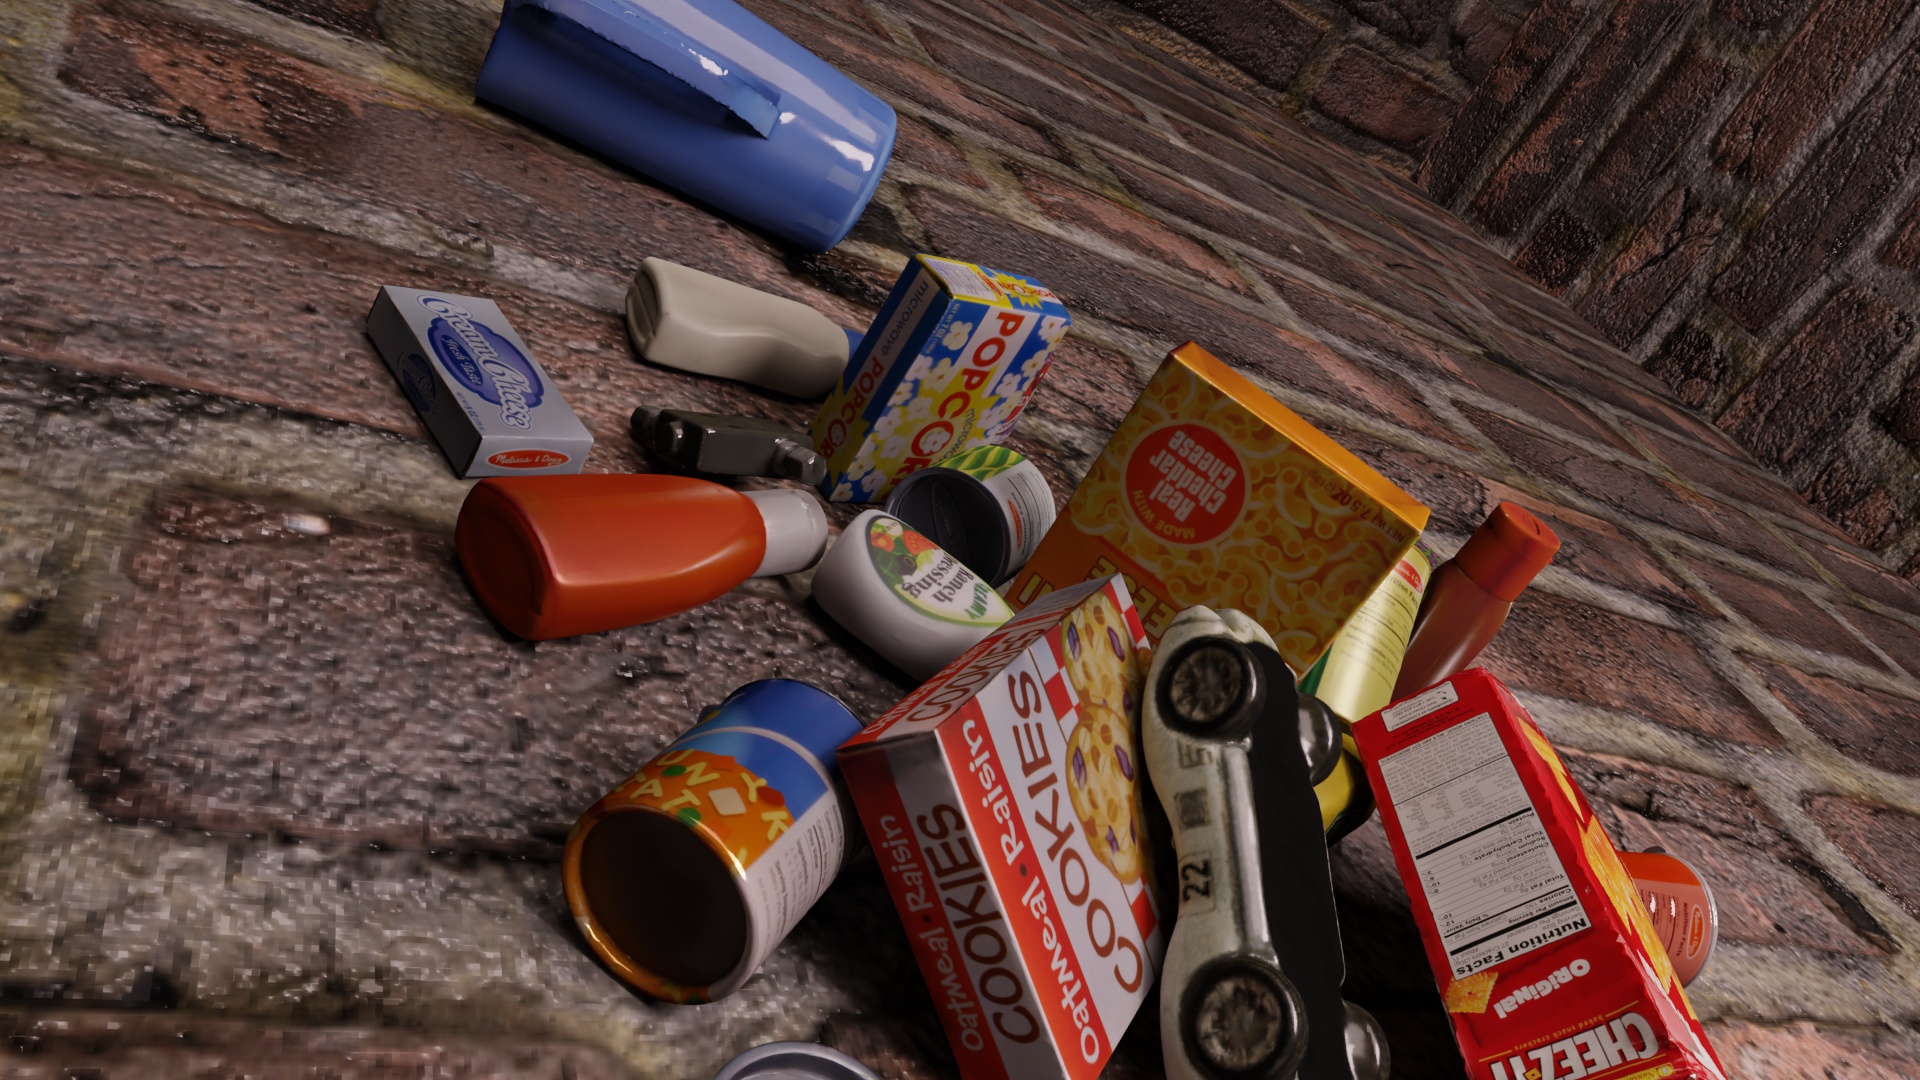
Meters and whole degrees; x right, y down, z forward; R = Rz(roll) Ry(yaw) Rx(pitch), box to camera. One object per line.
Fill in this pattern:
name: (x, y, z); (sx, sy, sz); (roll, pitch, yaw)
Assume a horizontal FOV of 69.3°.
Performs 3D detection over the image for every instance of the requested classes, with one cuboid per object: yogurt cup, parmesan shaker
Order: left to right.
parmesan shaker: (0.187, 0.049, 0.698); (0.071, 0.071, 0.103); (29, 67, -7)
yogurt cup: (0.320, 0.181, 0.673); (0.054, 0.072, 0.073); (15, 31, -15)

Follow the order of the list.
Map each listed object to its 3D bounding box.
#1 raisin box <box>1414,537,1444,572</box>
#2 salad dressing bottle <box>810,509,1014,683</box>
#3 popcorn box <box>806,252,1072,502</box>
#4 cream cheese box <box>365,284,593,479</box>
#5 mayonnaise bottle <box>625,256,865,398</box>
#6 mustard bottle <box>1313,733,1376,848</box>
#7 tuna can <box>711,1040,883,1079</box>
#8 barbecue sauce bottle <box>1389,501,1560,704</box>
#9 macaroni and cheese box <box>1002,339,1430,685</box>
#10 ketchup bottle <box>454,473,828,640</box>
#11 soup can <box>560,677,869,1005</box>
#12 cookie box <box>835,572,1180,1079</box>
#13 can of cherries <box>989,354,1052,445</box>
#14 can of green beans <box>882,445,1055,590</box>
raisin box: (0.277, 0.023, 0.917); (0.123, 0.040, 0.086); (6, 37, -40)
salad dressing bottle: (0.007, 0.046, 0.591); (0.148, 0.043, 0.064); (35, 28, 6)
popcorn box: (-0.014, -0.075, 0.681); (0.085, 0.126, 0.038); (0, 44, -47)
cream cheese box: (-0.201, -0.066, 0.580); (0.053, 0.024, 0.104); (-2, 42, -50)
mayonnaise bottle: (-0.100, -0.104, 0.735); (0.148, 0.041, 0.065); (13, 34, -36)
mustard bottle: (0.153, 0.112, 0.615); (0.049, 0.065, 0.160); (48, 26, 24)
tuna can: (-0.045, 0.164, 0.351); (0.071, 0.032, 0.071); (25, 28, -14)
barbecue sauce bottle: (0.252, 0.047, 0.731); (0.044, 0.148, 0.065); (33, 27, 1)
macaroni and cheese box: (0.099, 0.018, 0.599); (0.124, 0.165, 0.040); (38, 27, 10)
ketchup bottle: (-0.114, 0.001, 0.539); (0.065, 0.043, 0.149); (46, 30, 25)
soup can: (-0.071, 0.087, 0.419); (0.071, 0.071, 0.084); (36, 27, 8)
cookie box: (0.033, 0.094, 0.479); (0.168, 0.040, 0.123); (-30, 100, -60)
can of cherries: (0.014, -0.098, 0.822); (0.071, 0.058, 0.072); (25, 27, -14)
can of green beans: (0.004, -0.008, 0.654); (0.071, 0.071, 0.058); (38, 26, 12)
